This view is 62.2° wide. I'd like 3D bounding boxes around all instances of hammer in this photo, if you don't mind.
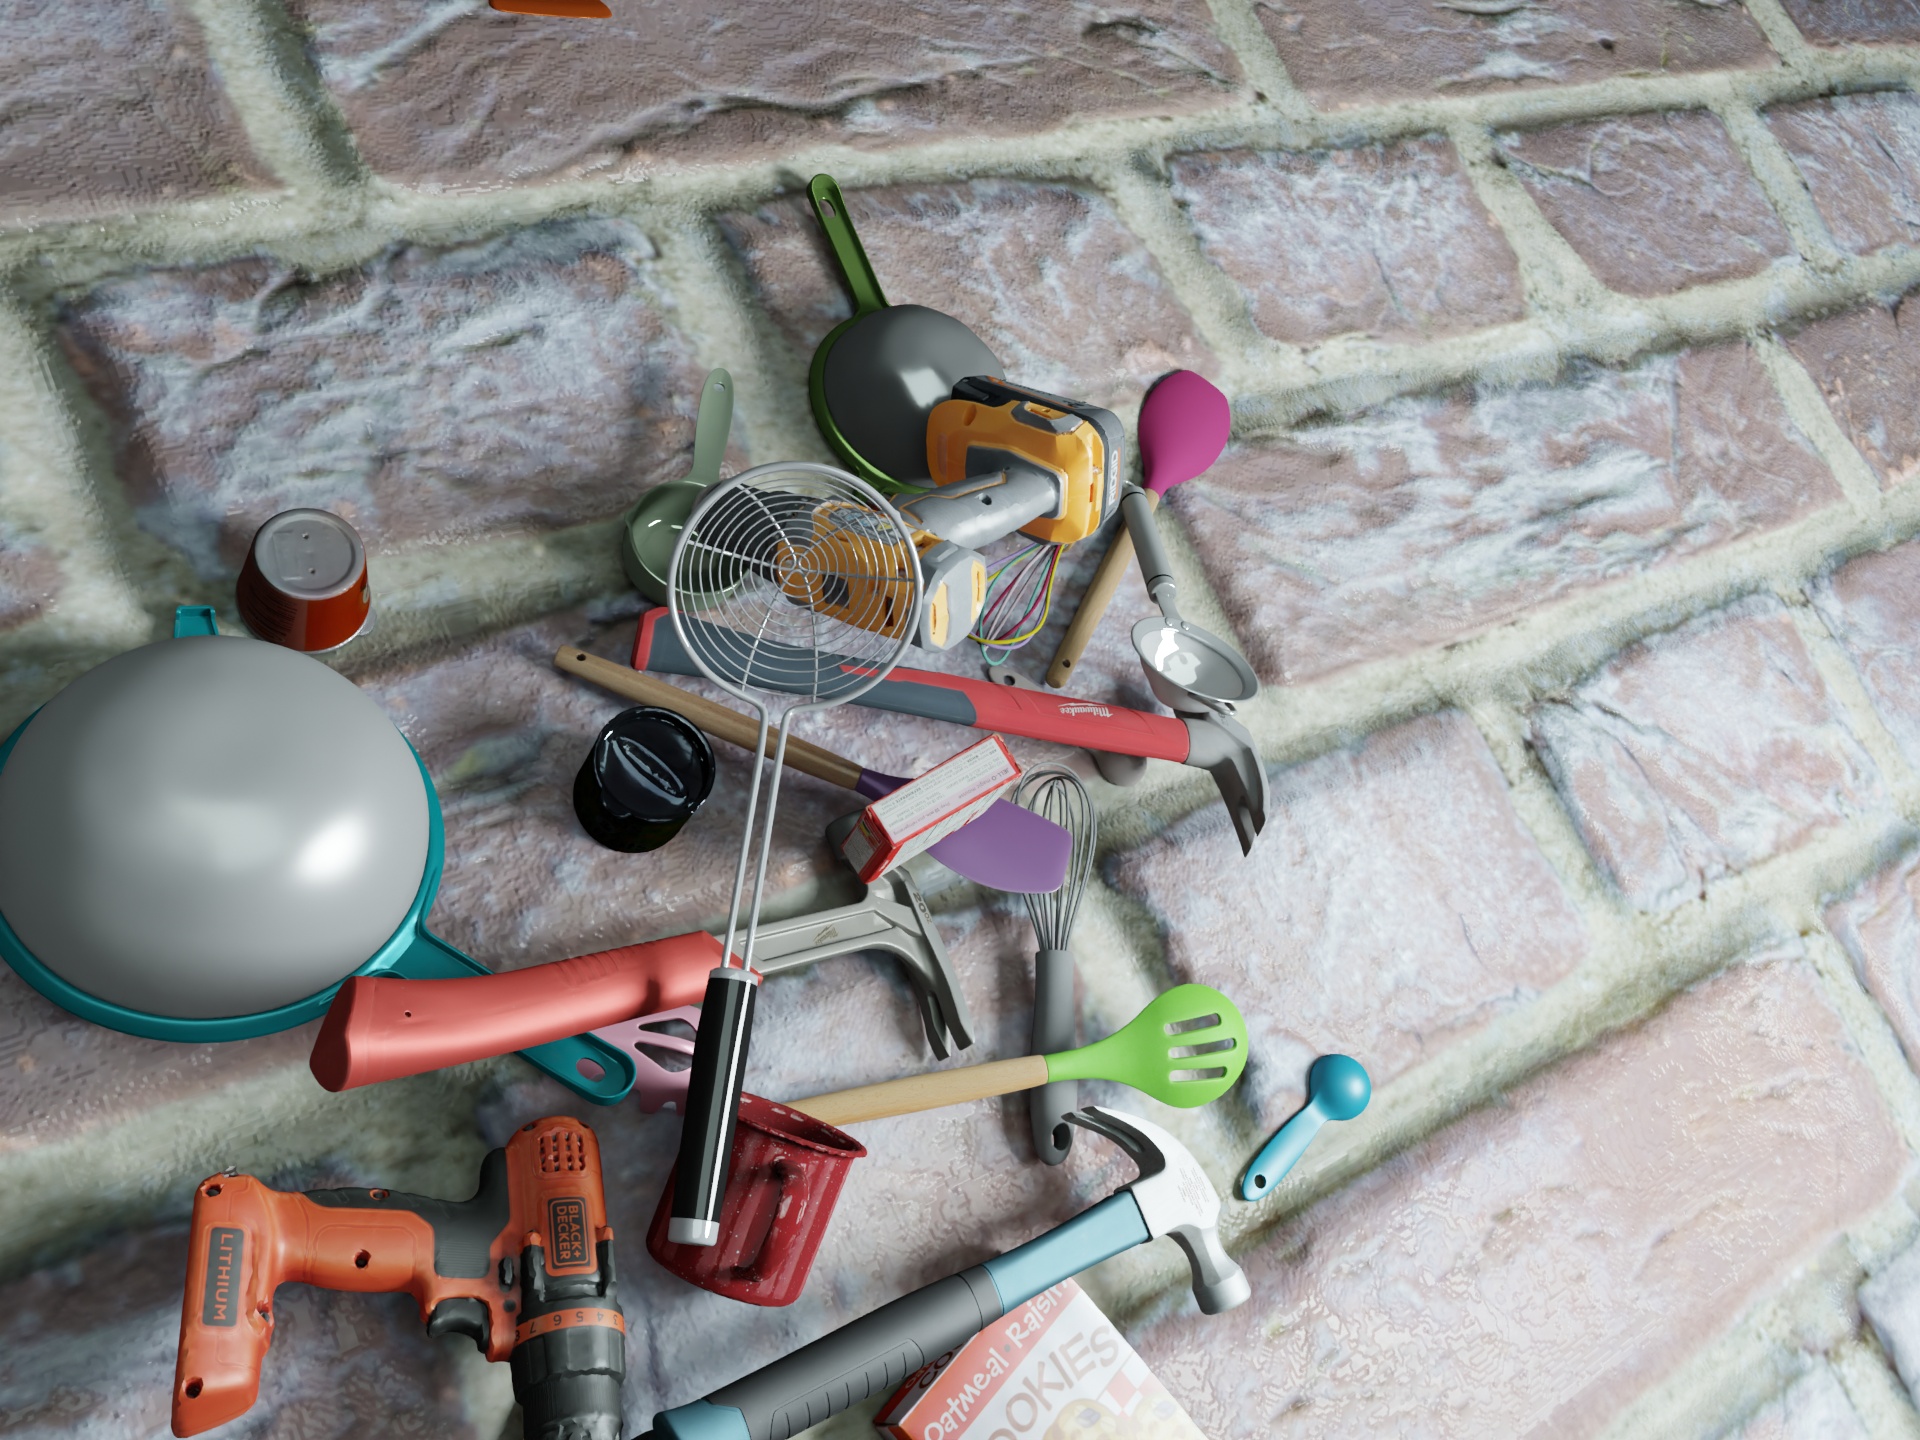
[{"bbox_3d":[-0.002,-0.003,0.946,0.386,0.038,0.143,10,37,-16],"label":"hammer"},{"bbox_3d":[-0.139,0.133,0.783,0.359,0.036,0.149,-6,66,-50],"label":"hammer"},{"bbox_3d":[0.003,0.291,0.791,0.331,0.033,0.128,-14,76,-36],"label":"hammer"}]

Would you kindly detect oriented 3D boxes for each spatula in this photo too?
[{"bbox_3d":[-0.320,-0.596,1.095,0.081,0.041,0.323,-9,71,-28],"label":"spatula"},{"bbox_3d":[-0.083,0.025,0.908,0.316,0.018,0.060,24,54,-6],"label":"spatula"}]

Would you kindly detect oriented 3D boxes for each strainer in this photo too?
[{"bbox_3d":[-0.291,0.070,0.744,0.340,0.095,0.211,33,49,-1],"label":"strainer"},{"bbox_3d":[0.132,-0.077,1.025,0.086,0.050,0.259,13,41,-20],"label":"strainer"},{"bbox_3d":[-0.040,-0.271,1.065,0.151,0.069,0.256,-16,77,-31],"label":"strainer"}]

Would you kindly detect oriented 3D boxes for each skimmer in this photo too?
[{"bbox_3d":[-0.097,0.056,0.750,0.127,0.090,0.363,10,69,-9],"label":"skimmer"}]

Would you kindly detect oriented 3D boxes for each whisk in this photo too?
[{"bbox_3d":[0.059,-0.106,1.025,0.051,0.047,0.245,66,34,-22],"label":"whisk"},{"bbox_3d":[0.053,0.139,0.938,0.055,0.055,0.239,10,68,-22],"label":"whisk"}]

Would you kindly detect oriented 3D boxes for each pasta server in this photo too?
[{"bbox_3d":[-0.267,0.140,0.794,0.316,0.040,0.060,15,62,-15],"label":"pasta server"}]

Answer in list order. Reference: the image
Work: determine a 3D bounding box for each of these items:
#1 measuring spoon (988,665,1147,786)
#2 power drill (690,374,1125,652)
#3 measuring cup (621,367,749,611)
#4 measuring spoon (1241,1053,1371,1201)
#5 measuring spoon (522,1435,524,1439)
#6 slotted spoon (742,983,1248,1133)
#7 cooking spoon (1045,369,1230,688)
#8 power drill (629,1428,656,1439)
[{"bbox_3d":[0.071,-0.001,1.026,0.124,0.018,0.034,34,57,-7],"label":"measuring spoon"},{"bbox_3d":[-0.029,-0.129,0.936,0.185,0.084,0.226,22,41,28],"label":"power drill"},{"bbox_3d":[-0.161,-0.140,0.967,0.083,0.038,0.168,15,60,-19],"label":"measuring cup"},{"bbox_3d":[0.215,0.251,0.978,0.128,0.021,0.042,-36,86,-35],"label":"measuring spoon"},{"bbox_3d":[-0.201,0.350,0.739,0.021,0.011,0.117,35,52,-27],"label":"measuring spoon"},{"bbox_3d":[0.022,0.199,0.877,0.313,0.031,0.070,-6,87,-17],"label":"slotted spoon"},{"bbox_3d":[0.125,-0.141,1.117,0.068,0.017,0.319,33,57,-7],"label":"cooking spoon"},{"bbox_3d":[-0.146,0.454,0.679,0.188,0.080,0.227,50,52,-4],"label":"power drill"}]
